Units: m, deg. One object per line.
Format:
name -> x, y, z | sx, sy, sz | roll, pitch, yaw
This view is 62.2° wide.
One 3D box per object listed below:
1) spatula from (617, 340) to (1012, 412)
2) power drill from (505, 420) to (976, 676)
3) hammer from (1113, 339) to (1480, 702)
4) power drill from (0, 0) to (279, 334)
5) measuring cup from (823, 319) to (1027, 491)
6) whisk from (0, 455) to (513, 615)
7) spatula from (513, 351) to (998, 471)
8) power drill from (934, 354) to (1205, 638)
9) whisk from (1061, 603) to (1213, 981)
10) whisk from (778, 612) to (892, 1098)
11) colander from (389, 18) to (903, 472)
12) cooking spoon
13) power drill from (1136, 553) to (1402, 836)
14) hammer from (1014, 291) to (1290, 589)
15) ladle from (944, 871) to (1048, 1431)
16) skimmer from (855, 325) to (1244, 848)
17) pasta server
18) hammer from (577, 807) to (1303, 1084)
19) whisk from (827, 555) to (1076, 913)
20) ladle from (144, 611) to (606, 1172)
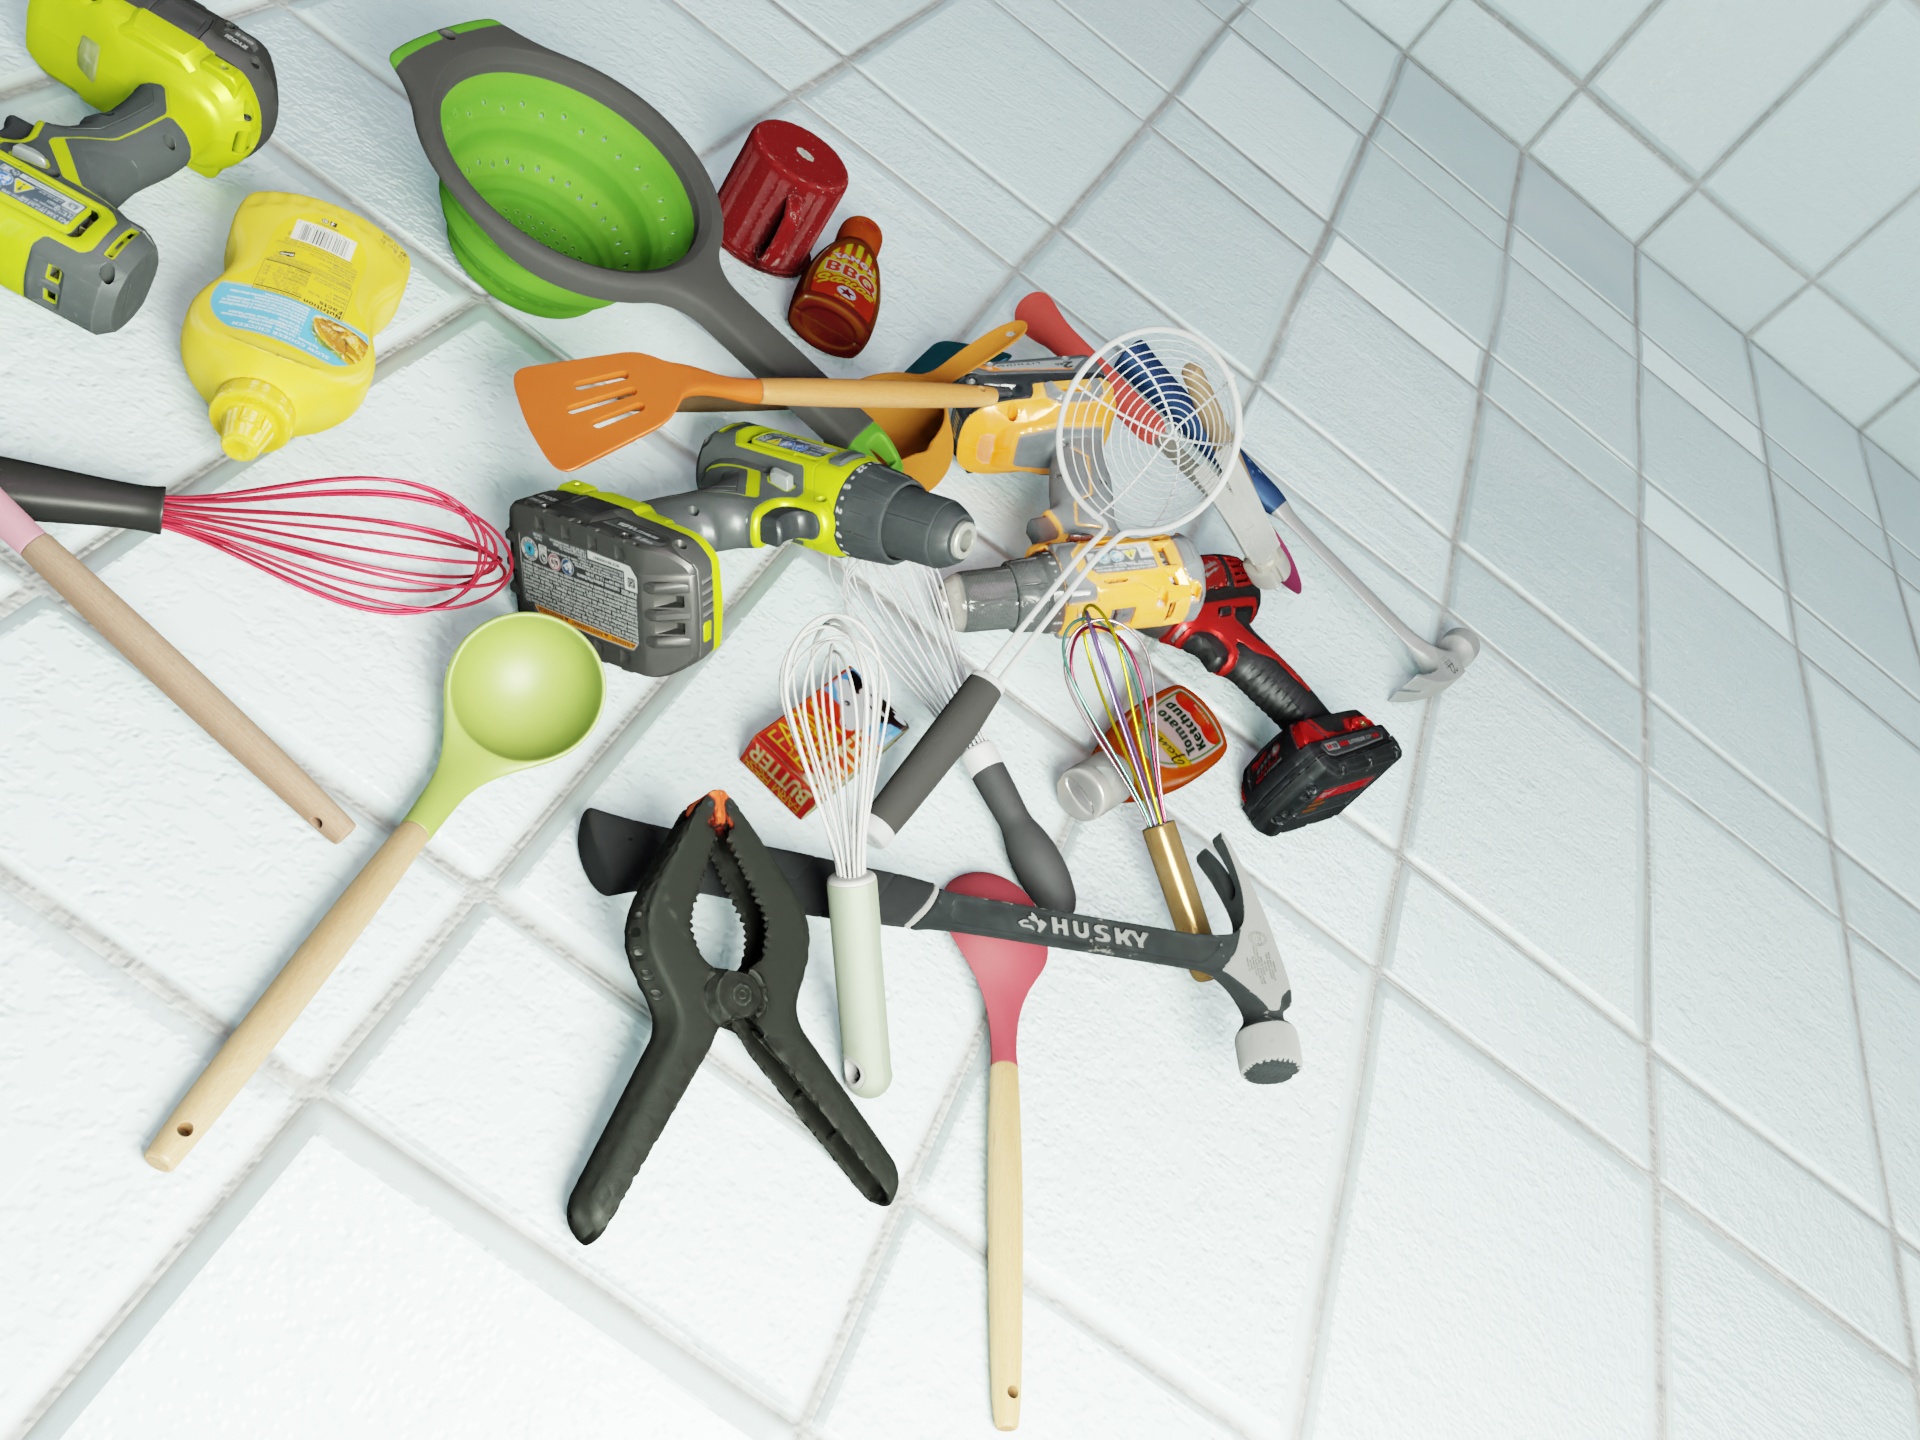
spatula -> -0.102, -0.240, 1.123 | 0.317, 0.044, 0.082 | -13, 27, -42
power drill -> -0.121, -0.104, 0.907 | 0.191, 0.080, 0.228 | 21, 33, 30
hammer -> 0.283, -0.176, 1.382 | 0.405, 0.035, 0.144 | 47, 39, 6
power drill -> -0.489, -0.322, 0.863 | 0.171, 0.080, 0.223 | 28, 44, -16
measuring cup -> -0.017, -0.215, 1.104 | 0.173, 0.052, 0.095 | -38, 58, -18
whisk -> -0.366, -0.098, 0.773 | 0.295, 0.073, 0.073 | 7, 50, -27
spatula -> -0.107, -0.194, 0.971 | 0.322, 0.041, 0.081 | -8, 57, -38
power drill -> 0.052, -0.152, 1.124 | 0.185, 0.084, 0.226 | -8, 56, -15
whisk -> 0.116, 0.044, 0.985 | 0.051, 0.047, 0.245 | -17, 87, -45
whisk -> -0.053, 0.069, 0.778 | 0.059, 0.058, 0.246 | -14, 105, -40
colander -> -0.205, -0.274, 1.035 | 0.397, 0.094, 0.204 | 43, 42, -5
cooking spoon -> 0.215, -0.178, 1.213 | 0.069, 0.017, 0.318 | 57, 6, 32
power drill -> 0.205, -0.030, 1.157 | 0.143, 0.078, 0.220 | -10, 58, -45
hammer -> 0.131, -0.245, 1.236 | 0.149, 0.036, 0.359 | 47, 7, -49
ladle -> 0.021, 0.205, 0.832 | 0.069, 0.031, 0.316 | 19, 46, -21
skimmer -> 0.043, -0.084, 0.947 | 0.127, 0.090, 0.363 | 25, 65, 29
pasta server -> -0.394, -0.055, 0.702 | 0.316, 0.060, 0.040 | 46, 30, -9
hammer -> -0.002, 0.099, 0.861 | 0.408, 0.036, 0.149 | 13, 50, -20
whisk -> -0.001, -0.003, 0.982 | 0.070, 0.070, 0.285 | -13, 69, -45
ladle -> -0.255, 0.063, 0.715 | 0.078, 0.062, 0.320 | 38, 42, -13
